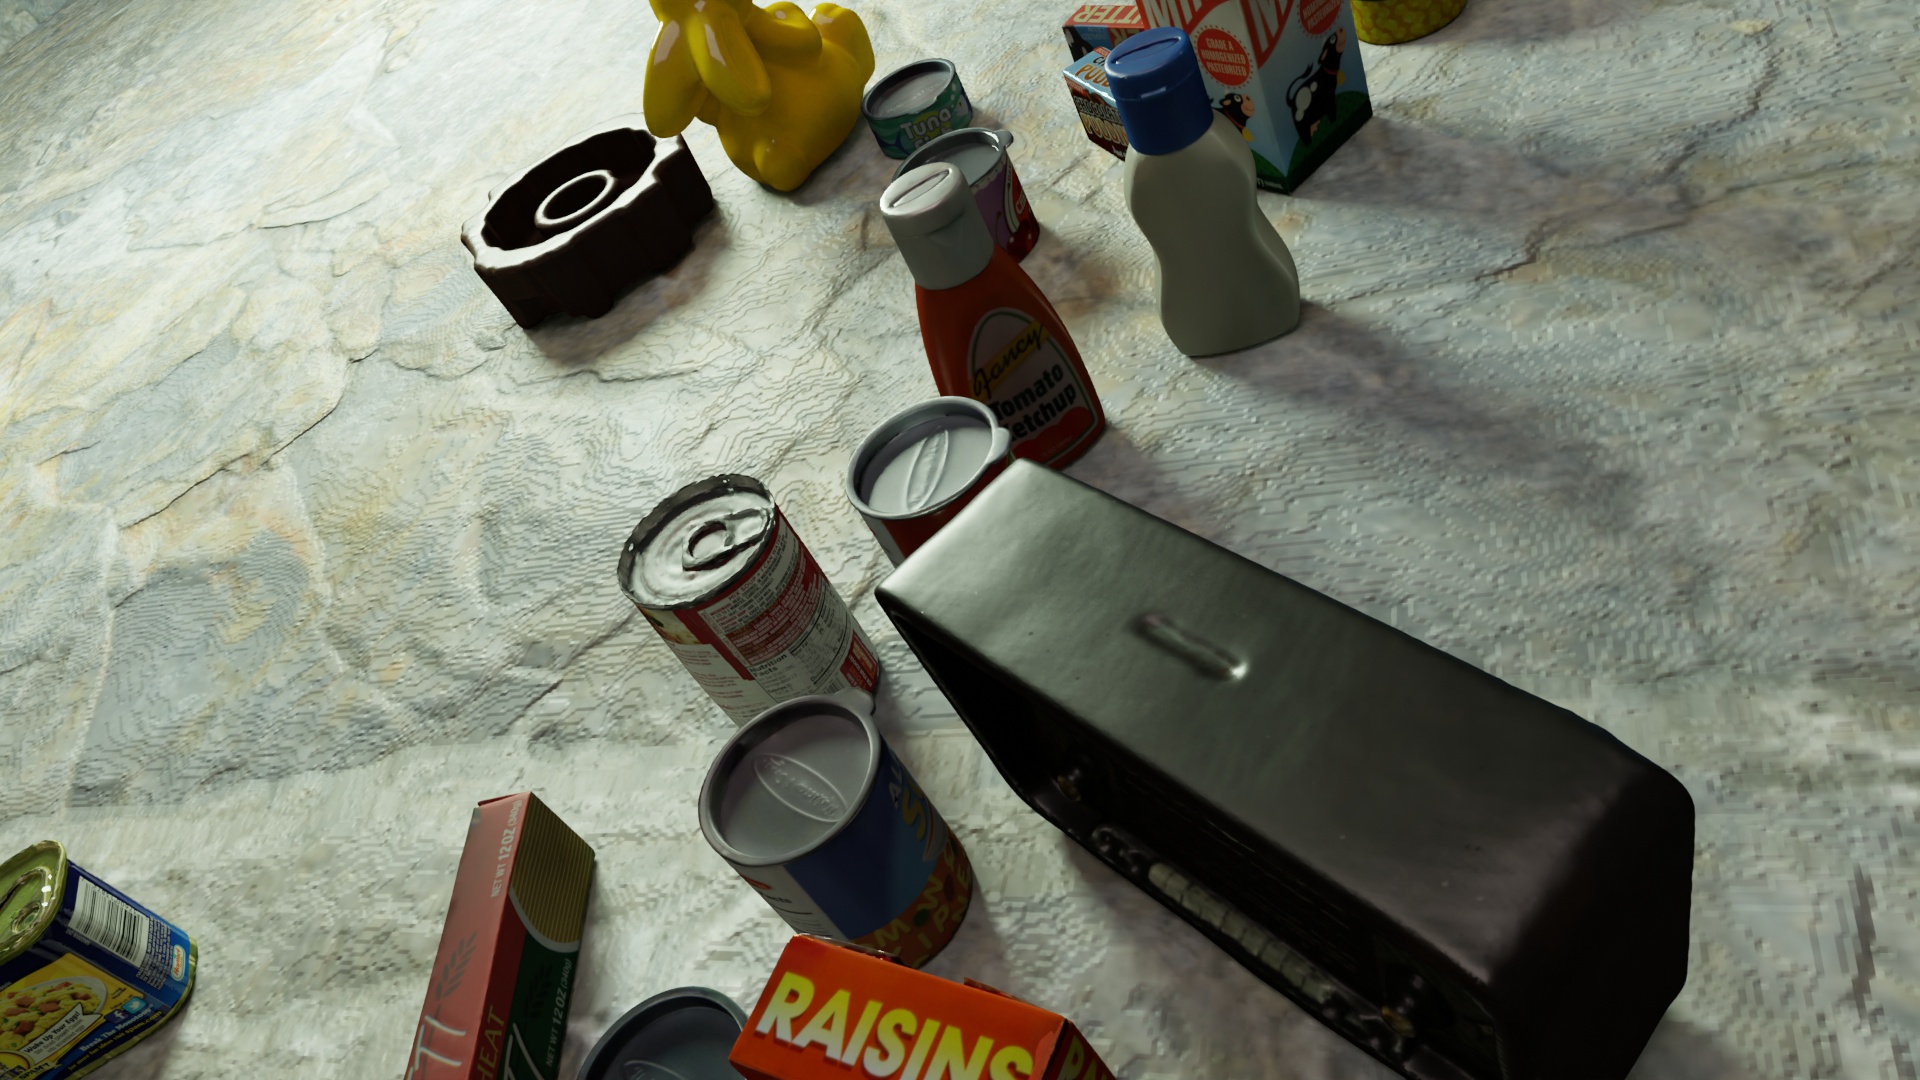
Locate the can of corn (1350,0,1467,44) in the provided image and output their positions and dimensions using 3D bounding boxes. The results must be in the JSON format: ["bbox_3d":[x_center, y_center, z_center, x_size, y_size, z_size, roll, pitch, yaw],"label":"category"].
[{"bbox_3d":[0.242,-0.314,0.758,0.071,0.058,0.071,-16,43,15],"label":"can of corn"}]

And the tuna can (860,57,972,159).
[{"bbox_3d":[-0.027,-0.276,0.892,0.071,0.032,0.071,-16,43,15],"label":"tuna can"}]

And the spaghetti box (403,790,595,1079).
[{"bbox_3d":[-0.169,0.204,0.479,0.028,0.050,0.251,-18,42,14],"label":"spaghetti box"}]

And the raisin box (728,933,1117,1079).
[{"bbox_3d":[0.006,0.158,0.370,0.086,0.123,0.040,6,52,34],"label":"raisin box"}]

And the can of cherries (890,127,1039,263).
[{"bbox_3d":[0.006,-0.183,0.761,0.071,0.058,0.072,-16,43,15],"label":"can of cherries"}]

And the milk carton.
[{"bbox_3d":[0.135,-0.271,0.675,0.073,0.189,0.072,-44,43,-16],"label":"milk carton"}]

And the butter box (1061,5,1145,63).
[{"bbox_3d":[0.111,-0.280,0.802,0.103,0.053,0.024,19,60,41],"label":"butter box"}]

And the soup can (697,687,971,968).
[{"bbox_3d":[-0.039,0.102,0.482,0.071,0.083,0.072,-16,43,16],"label":"soup can"}]

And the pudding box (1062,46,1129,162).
[{"bbox_3d":[0.094,-0.238,0.772,0.030,0.049,0.084,-33,41,-4],"label":"pudding box"}]

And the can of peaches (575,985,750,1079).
[{"bbox_3d":[-0.082,0.187,0.441,0.071,0.058,0.071,-16,43,15],"label":"can of peaches"}]

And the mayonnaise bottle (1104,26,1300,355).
[{"bbox_3d":[0.102,-0.148,0.603,0.064,0.147,0.041,-13,44,18],"label":"mayonnaise bottle"}]

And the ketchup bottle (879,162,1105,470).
[{"bbox_3d":[0.011,-0.091,0.597,0.065,0.148,0.044,-34,41,-4],"label":"ketchup bottle"}]

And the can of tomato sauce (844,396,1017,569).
[{"bbox_3d":[0.002,-0.007,0.568,0.071,0.082,0.071,-16,43,16],"label":"can of tomato sauce"}]
